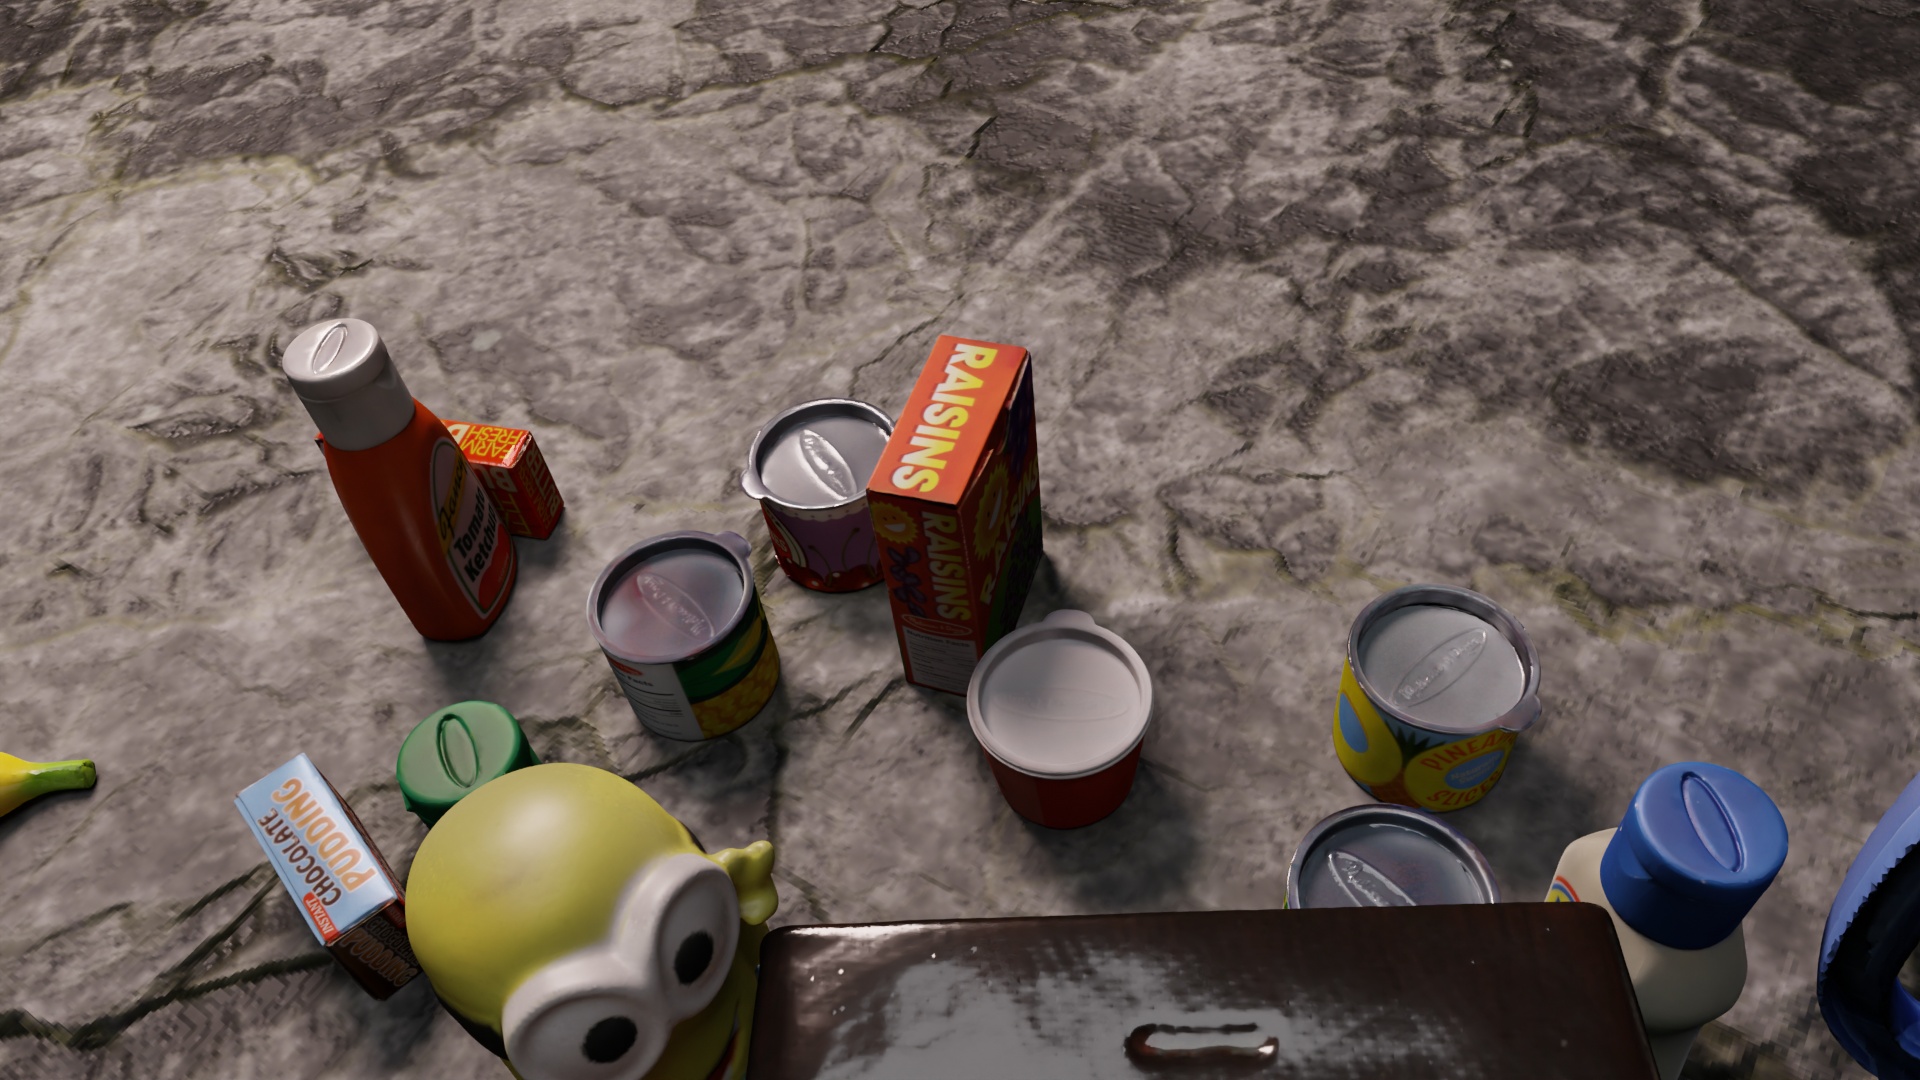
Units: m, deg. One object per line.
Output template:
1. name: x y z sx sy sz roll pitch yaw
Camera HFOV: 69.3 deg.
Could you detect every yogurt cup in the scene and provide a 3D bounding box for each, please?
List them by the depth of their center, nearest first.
1. yogurt cup: 0.038 0.072 0.523 0.072 0.053 0.073 -3 50 4

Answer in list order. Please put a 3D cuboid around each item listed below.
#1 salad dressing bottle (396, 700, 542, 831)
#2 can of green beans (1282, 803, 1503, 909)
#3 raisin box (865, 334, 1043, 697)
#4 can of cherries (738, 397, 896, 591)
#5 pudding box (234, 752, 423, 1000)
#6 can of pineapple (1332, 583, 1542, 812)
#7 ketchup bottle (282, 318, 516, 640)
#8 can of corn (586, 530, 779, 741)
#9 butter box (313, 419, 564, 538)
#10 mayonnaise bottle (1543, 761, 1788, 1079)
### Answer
1. salad dressing bottle: -0.138 0.108 0.453 0.044 0.146 0.064 -24 51 -13
2. can of green beans: 0.139 0.130 0.459 0.071 0.057 0.071 -3 50 4
3. raisin box: 0.002 -0.007 0.550 0.040 0.122 0.086 11 52 16
4. can of cherries: -0.058 -0.019 0.610 0.071 0.058 0.072 -3 50 4
5. pudding box: -0.231 0.124 0.515 0.030 0.049 0.084 -36 55 -22
6. can of pineapple: 0.175 0.060 0.514 0.071 0.057 0.071 -3 50 4
7. ketchup bottle: -0.231 -0.025 0.577 0.043 0.148 0.065 -2 50 6
8. can of corn: -0.109 0.038 0.568 0.071 0.058 0.071 -3 50 4
9. butter box: -0.241 -0.031 0.646 0.103 0.052 0.024 8 51 13
10. mayonnaise bottle: 0.195 0.117 0.404 0.041 0.147 0.065 -7 49 1
